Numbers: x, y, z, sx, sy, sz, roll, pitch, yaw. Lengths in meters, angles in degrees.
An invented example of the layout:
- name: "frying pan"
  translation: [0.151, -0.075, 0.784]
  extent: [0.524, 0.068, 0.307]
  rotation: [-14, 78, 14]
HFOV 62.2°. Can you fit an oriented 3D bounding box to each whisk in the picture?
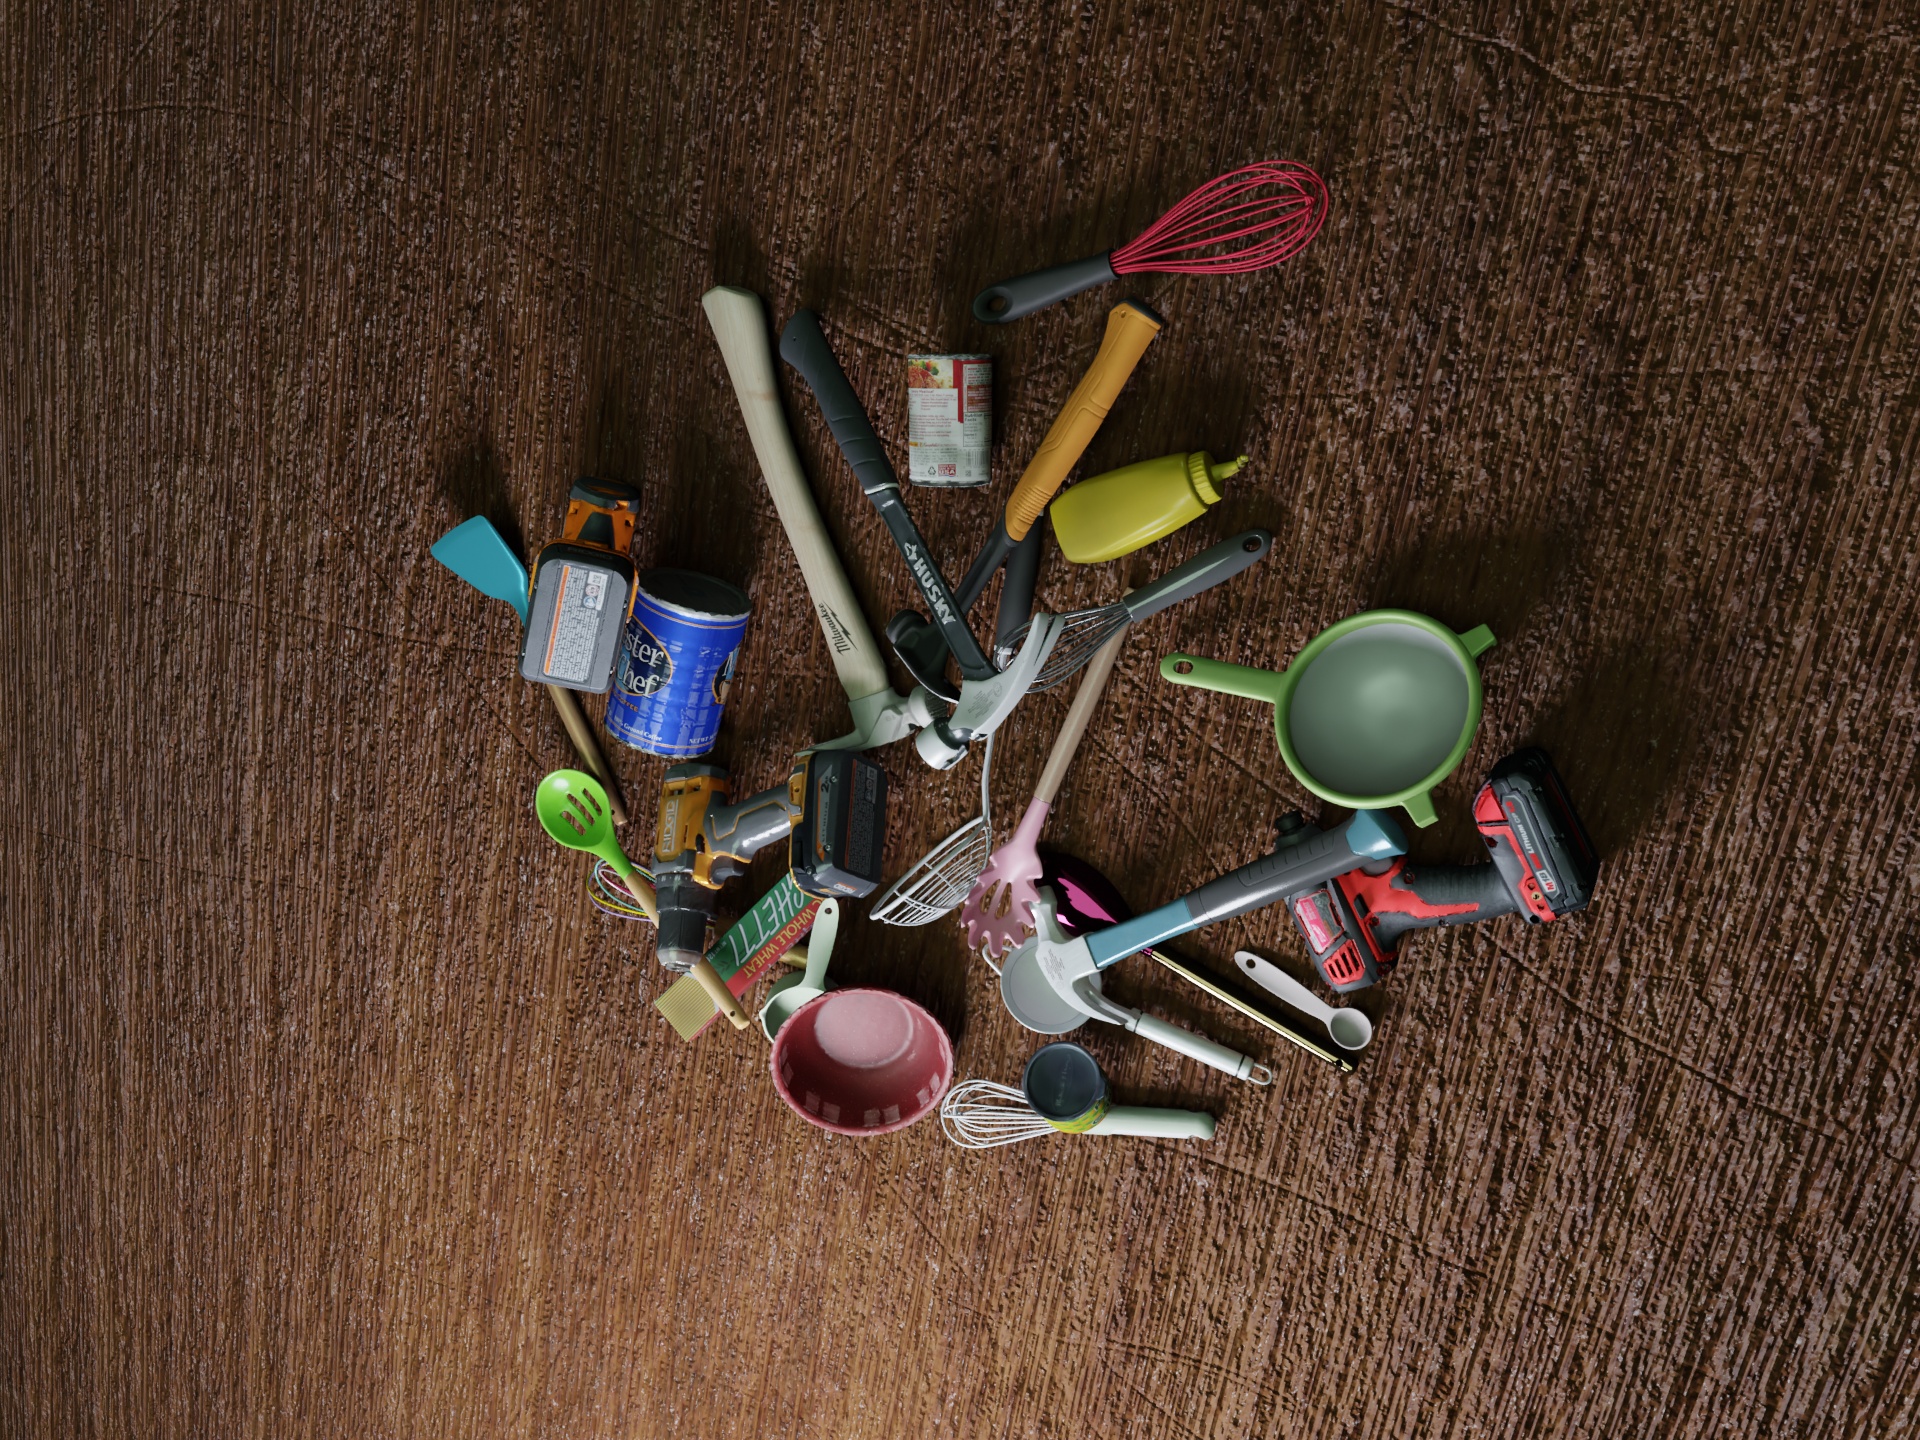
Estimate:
- name: "whisk"
  translation: [0.132, -0.346, 1.184]
  extent: [0.296, 0.073, 0.073]
  rotation: [-10, 98, 33]
- name: "whisk"
  translation: [0.131, -0.089, 1.231]
  extent: [0.239, 0.055, 0.055]
  rotation: [-27, 90, 12]
- name: "whisk"
  translation: [-0.244, 0.181, 1.496]
  extent: [0.245, 0.047, 0.051]
  rotation: [19, 108, 16]
- name: "whisk"
  translation: [0.098, 0.343, 1.368]
  extent: [0.246, 0.057, 0.059]
  rotation: [-2, 71, 22]

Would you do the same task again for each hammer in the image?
- name: "hammer"
  translation: [-0.051, -0.169, 1.237]
  extent: [0.149, 0.036, 0.409]
  rotation: [-43, 60, 30]
- name: "hammer"
  translation: [0.056, -0.170, 1.228]
  extent: [0.337, 0.034, 0.127]
  rotation: [-58, 39, 16]
- name: "hammer"
  translation: [0.191, 0.140, 1.225]
  extent: [0.331, 0.033, 0.128]
  rotation: [-29, 76, 35]
- name: "hammer"
  translation: [-0.143, -0.170, 1.366]
  extent: [0.146, 0.038, 0.410]
  rotation: [-18, 93, 29]

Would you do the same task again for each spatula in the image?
- name: "spatula"
  translation: [-0.397, -0.041, 1.511]
  extent: [0.082, 0.044, 0.317]
  rotation: [-25, 92, 31]

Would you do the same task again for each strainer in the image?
- name: "strainer"
  translation: [0.271, -0.011, 1.191]
  extent: [0.256, 0.069, 0.151]
  rotation: [14, 79, 38]
- name: "strainer"
  translation: [0.137, 0.249, 1.329]
  extent: [0.258, 0.050, 0.087]
  rotation: [22, 66, 14]

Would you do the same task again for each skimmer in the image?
- name: "skimmer"
  translation: [-0.002, -0.004, 1.306]
  extent: [0.090, 0.127, 0.363]
  rotation: [10, 99, 5]

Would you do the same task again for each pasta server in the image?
- name: "pasta server"
  translation: [0.078, 0.041, 1.279]
  extent: [0.060, 0.040, 0.316]
  rotation: [22, 100, -10]

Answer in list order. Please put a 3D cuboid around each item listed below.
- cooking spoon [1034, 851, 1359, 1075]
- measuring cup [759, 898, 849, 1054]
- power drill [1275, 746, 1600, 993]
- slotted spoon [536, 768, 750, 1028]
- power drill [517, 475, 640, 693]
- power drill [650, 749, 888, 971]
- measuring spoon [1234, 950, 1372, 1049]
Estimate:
- name: "cooking spoon"
  translation: [0.182, 0.202, 1.308]
  extent: [0.319, 0.017, 0.068]
  rotation: [29, 108, 16]
- name: "measuring cup"
  translation: [-0.132, 0.224, 1.436]
  extent: [0.083, 0.038, 0.167]
  rotation: [11, 113, -7]
- name: "power drill"
  translation: [0.342, 0.106, 1.180]
  extent: [0.219, 0.078, 0.143]
  rotation: [-26, 90, 31]
- name: "slotted spoon"
  translation: [-0.290, 0.164, 1.464]
  extent: [0.070, 0.031, 0.314]
  rotation: [-46, 68, 8]
- name: "power drill"
  translation: [-0.326, -0.105, 1.374]
  extent: [0.084, 0.227, 0.164]
  rotation: [12, 111, -13]
- name: "power drill"
  translation: [-0.178, 0.121, 1.385]
  extent: [0.226, 0.084, 0.185]
  rotation: [-9, 68, 32]
- name: "measuring spoon"
  translation: [0.275, 0.219, 1.274]
  extent: [0.124, 0.018, 0.034]
  rotation: [32, 113, 23]
